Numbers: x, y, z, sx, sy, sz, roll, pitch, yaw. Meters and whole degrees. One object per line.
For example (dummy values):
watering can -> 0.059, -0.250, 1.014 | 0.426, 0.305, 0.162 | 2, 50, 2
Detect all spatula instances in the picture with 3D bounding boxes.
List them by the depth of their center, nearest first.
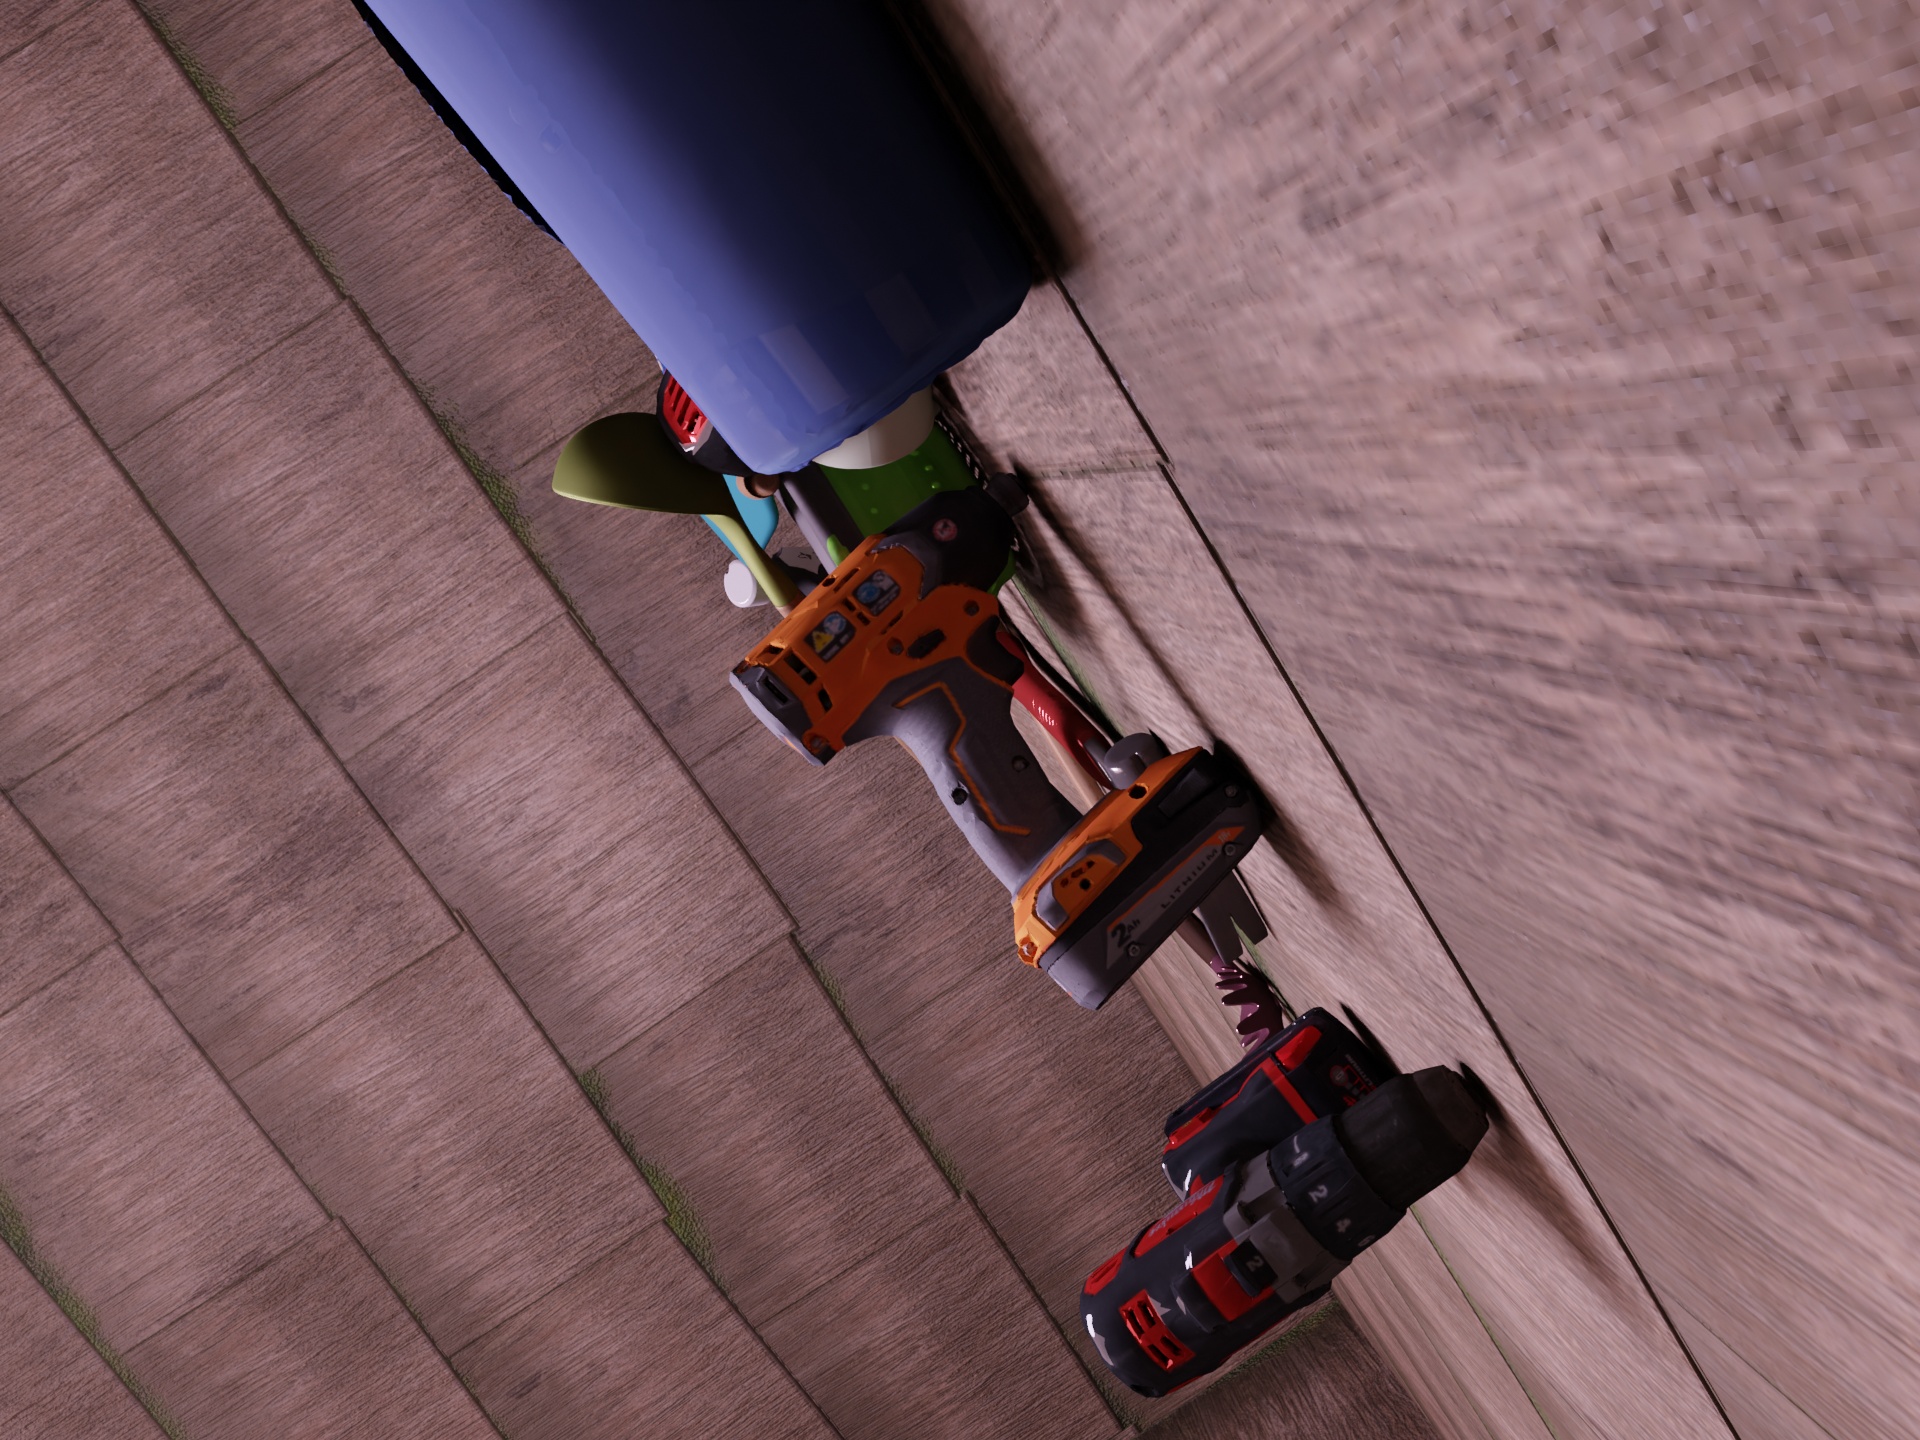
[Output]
spatula -> -0.120, -0.122, 0.865 | 0.082, 0.044, 0.317 | 51, 177, -12

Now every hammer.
hammer -> -0.002, -0.003, 1.025 | 0.335, 0.035, 0.146 | 45, -147, 25
hammer -> 0.083, 0.020, 1.025 | 0.149, 0.036, 0.359 | 58, 177, -24

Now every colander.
colander -> -0.055, -0.137, 0.974 | 0.204, 0.094, 0.397 | 60, 177, -27

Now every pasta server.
pasta server -> 0.177, 0.173, 1.174 | 0.316, 0.040, 0.060 | -127, 16, -76

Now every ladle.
ladle -> -0.080, -0.036, 0.795 | 0.078, 0.062, 0.319 | 24, 161, 48

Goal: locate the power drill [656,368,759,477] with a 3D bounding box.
power drill -> -0.117, -0.229, 0.689 | 0.078, 0.143, 0.220 | -12, -120, -46

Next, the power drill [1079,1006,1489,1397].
power drill -> 0.156, 0.201, 0.725 | 0.080, 0.188, 0.226 | 51, -165, 9

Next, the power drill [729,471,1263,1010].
power drill -> 0.027, 0.001, 0.720 | 0.226, 0.164, 0.084 | 43, 175, 12

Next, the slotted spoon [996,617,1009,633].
slotted spoon -> -0.023, -0.139, 1.187 | 0.313, 0.031, 0.070 | 55, -179, -20

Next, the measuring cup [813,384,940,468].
measuring cup -> -0.060, -0.198, 0.820 | 0.038, 0.083, 0.168 | 87, 171, -51

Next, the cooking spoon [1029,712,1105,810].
cooking spoon -> 0.071, 0.004, 1.288 | 0.319, 0.017, 0.069 | 57, 179, -4
